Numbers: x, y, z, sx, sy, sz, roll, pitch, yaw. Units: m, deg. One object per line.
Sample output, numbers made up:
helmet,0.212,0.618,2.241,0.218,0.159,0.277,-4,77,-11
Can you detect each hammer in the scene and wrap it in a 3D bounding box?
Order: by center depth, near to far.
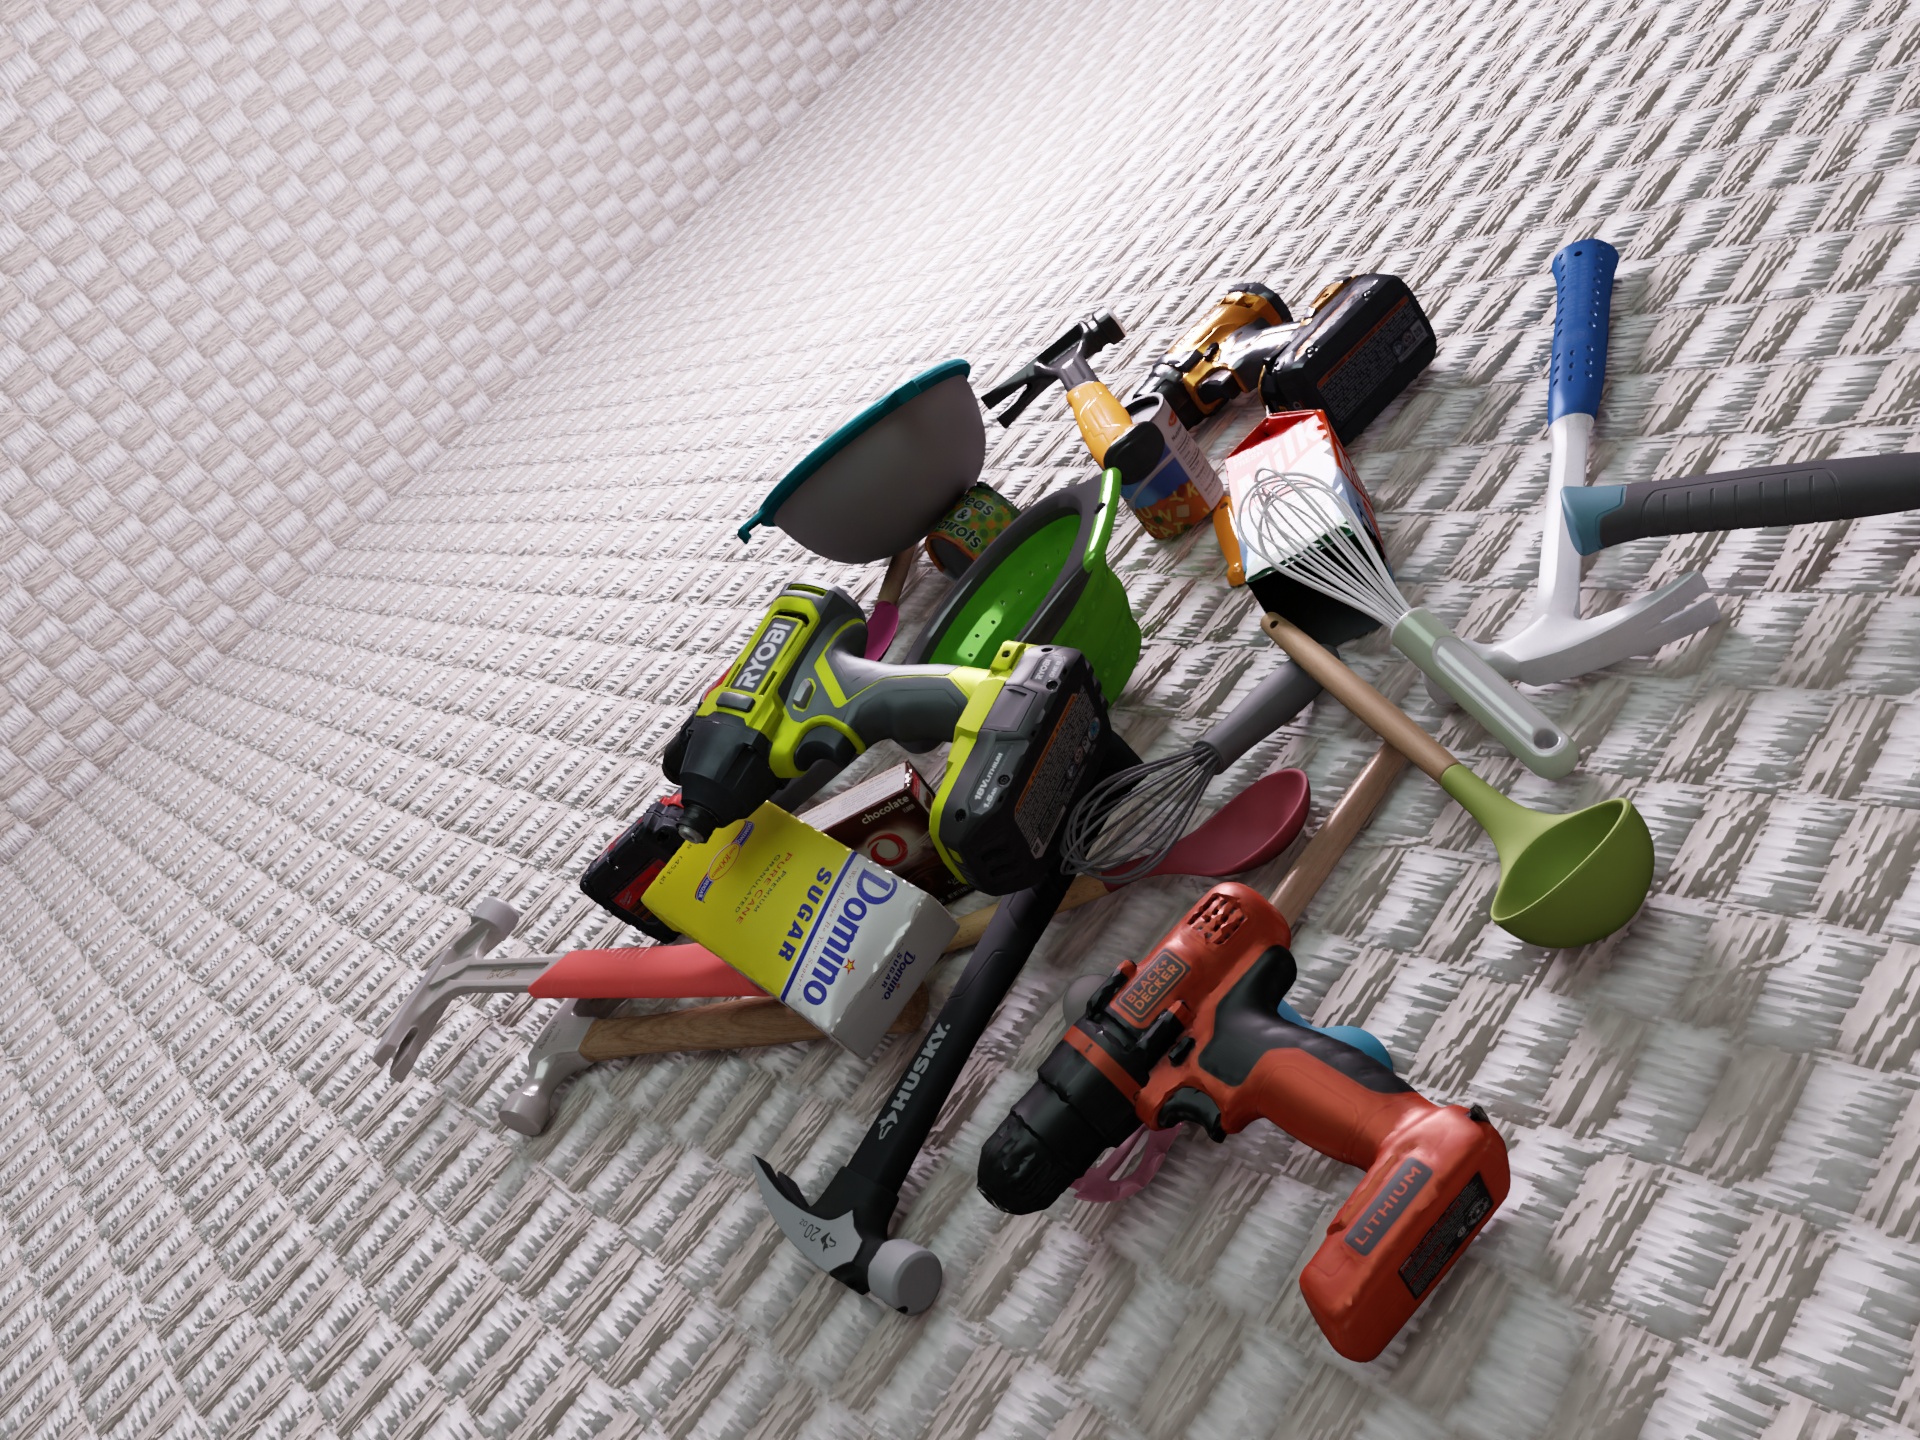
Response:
hammer,0.448,-0.111,0.733,0.331,0.033,0.128,-3,42,33
hammer,0.008,0.143,0.863,0.146,0.035,0.335,6,58,51
hammer,0.366,-0.169,0.939,0.144,0.035,0.406,-14,37,36
hammer,-0.156,0.193,1.010,0.331,0.031,0.130,-14,38,35
hammer,-0.255,0.178,1.067,0.359,0.036,0.149,-8,42,40
hammer,0.088,-0.226,1.150,0.127,0.034,0.337,-36,22,11

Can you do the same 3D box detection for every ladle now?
ladle,0.226,0.009,0.798,0.078,0.062,0.320,-45,34,7
ladle,0.061,0.100,0.909,0.315,0.031,0.069,-23,24,27

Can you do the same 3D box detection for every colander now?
colander,-0.002,-0.003,1.076,0.397,0.094,0.205,-39,22,36

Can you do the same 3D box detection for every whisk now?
whisk,0.231,-0.056,0.838,0.058,0.059,0.247,-34,56,-8
whisk,0.138,0.017,0.876,0.239,0.055,0.055,-36,25,-32

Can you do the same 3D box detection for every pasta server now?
pasta server,0.145,0.111,0.791,0.060,0.040,0.316,25,64,34

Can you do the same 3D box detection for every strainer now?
strainer,-0.030,-0.207,1.336,0.211,0.095,0.340,-36,0,26

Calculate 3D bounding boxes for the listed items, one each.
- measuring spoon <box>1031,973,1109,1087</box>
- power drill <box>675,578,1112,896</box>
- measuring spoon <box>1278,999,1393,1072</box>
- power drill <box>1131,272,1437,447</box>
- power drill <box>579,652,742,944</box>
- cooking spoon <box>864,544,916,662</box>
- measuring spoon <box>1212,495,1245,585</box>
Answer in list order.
measuring spoon,0.045,0.180,0.822,0.034,0.018,0.124,0,47,47
power drill,-0.045,0.013,0.883,0.223,0.080,0.171,12,60,31
measuring spoon,0.144,0.133,0.738,0.042,0.021,0.129,-41,49,-15
power drill,0.214,-0.250,1.174,0.185,0.084,0.226,-45,26,-10
power drill,-0.197,0.052,1.185,0.188,0.080,0.227,-38,23,41
cooking spoon,-0.056,-0.097,1.251,0.068,0.017,0.319,-41,16,21
measuring spoon,0.186,-0.128,1.101,0.021,0.011,0.117,-27,31,19
